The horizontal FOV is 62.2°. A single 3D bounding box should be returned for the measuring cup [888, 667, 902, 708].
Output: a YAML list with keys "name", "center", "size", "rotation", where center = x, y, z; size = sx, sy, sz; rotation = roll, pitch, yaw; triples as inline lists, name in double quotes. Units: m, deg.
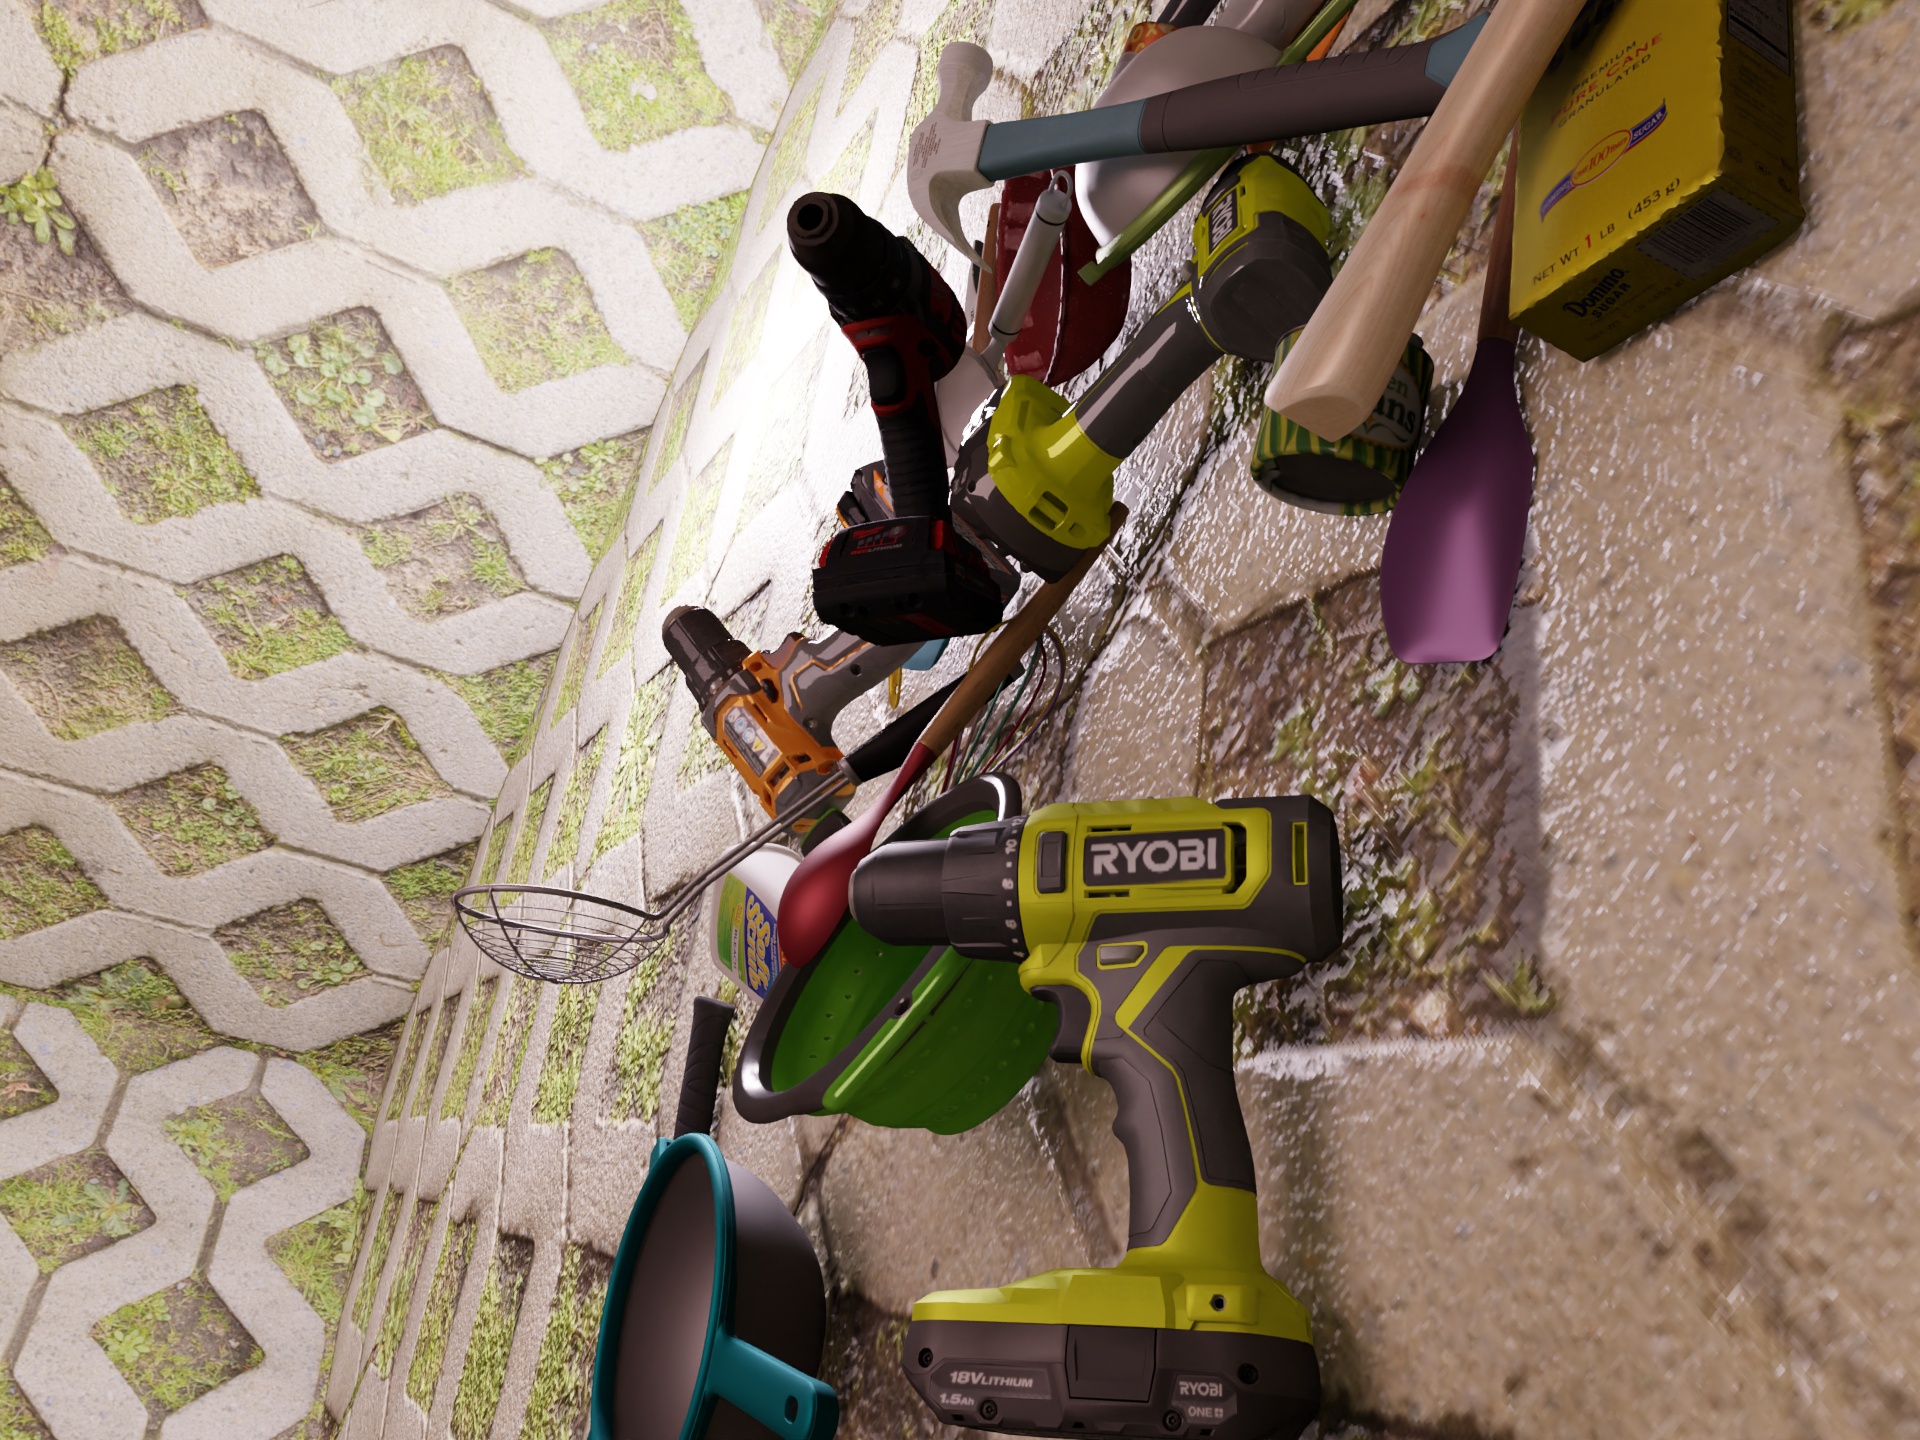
- name: "measuring cup"
  center: [-0.033, -0.084, 1.161]
  size: [0.062, 0.029, 0.156]
  rotation: [164, 112, -64]

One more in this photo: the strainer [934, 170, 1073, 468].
- name: "strainer"
  center: [0.027, -0.233, 0.964]
  size: [0.087, 0.050, 0.258]
  rotation: [58, 153, 17]

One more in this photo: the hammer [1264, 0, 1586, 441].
- name: "hammer"
  center: [0.224, -0.291, 0.568]
  size: [0.410, 0.038, 0.146]
  rotation: [-60, 23, 16]

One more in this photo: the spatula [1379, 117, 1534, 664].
- name: "spatula"
  center: [0.214, -0.170, 0.628]
  size: [0.060, 0.018, 0.316]
  rotation: [0, 70, 47]

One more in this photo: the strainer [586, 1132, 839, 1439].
- name: "strainer"
  center: [-0.107, 0.343, 0.861]
  size: [0.340, 0.095, 0.211]
  rotation: [-18, 58, 61]

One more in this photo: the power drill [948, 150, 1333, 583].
- name: "power drill"
  center: [0.097, -0.189, 0.826]
  size: [0.223, 0.080, 0.171]
  rotation: [-42, 22, 33]

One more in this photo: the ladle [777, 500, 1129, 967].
- name: "ladle"
  center: [-0.001, -0.003, 0.849]
  size: [0.315, 0.031, 0.069]
  rotation: [-52, 19, -18]

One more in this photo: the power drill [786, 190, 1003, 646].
- name: "power drill"
  center: [-0.041, -0.166, 0.881]
  size: [0.187, 0.080, 0.227]
  rotation: [20, -116, -71]

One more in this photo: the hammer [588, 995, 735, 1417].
- name: "hammer"
  center: [-0.208, 0.358, 1.171]
  size: [0.146, 0.035, 0.335]
  rotation: [-44, 33, 47]

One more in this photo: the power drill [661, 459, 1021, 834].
- name: "power drill"
  center: [-0.091, -0.064, 1.042]
  size: [0.226, 0.084, 0.185]
  rotation: [-48, 65, 18]

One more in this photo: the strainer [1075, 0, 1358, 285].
- name: "strainer"
  center: [0.140, -0.348, 0.822]
  size: [0.256, 0.069, 0.152]
  rotation: [-42, 13, 35]

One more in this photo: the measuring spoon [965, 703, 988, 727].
- name: "measuring spoon"
  center: [-0.007, 0.002, 1.030]
  size: [0.124, 0.018, 0.034]
  rotation: [142, 143, -65]

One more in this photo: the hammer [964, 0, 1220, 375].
- name: "hammer"
  center: [0.106, -0.411, 1.083]
  size: [0.408, 0.036, 0.149]
  rotation: [-49, 28, 41]

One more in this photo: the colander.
- name: "colander"
  center: [-0.026, 0.119, 0.851]
  size: [0.204, 0.094, 0.397]
  rotation: [-50, 14, -1]

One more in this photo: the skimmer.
- name: "skimmer"
  center: [-0.131, 0.044, 0.956]
  size: [0.363, 0.127, 0.090]
  rotation: [-35, 66, -3]

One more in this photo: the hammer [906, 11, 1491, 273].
- name: "hammer"
  center: [0.104, -0.290, 0.766]
  size: [0.331, 0.033, 0.128]
  rotation: [7, 78, 40]

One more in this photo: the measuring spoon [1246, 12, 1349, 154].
- name: "measuring spoon"
  center: [0.188, -0.362, 0.869]
  size: [0.117, 0.011, 0.021]
  rotation: [-60, 23, 24]

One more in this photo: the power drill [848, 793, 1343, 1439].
- name: "power drill"
  center: [0.044, 0.137, 0.582]
  size: [0.080, 0.190, 0.229]
  rotation: [56, -146, -58]

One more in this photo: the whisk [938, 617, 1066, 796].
- name: "whisk"
  center: [-0.005, 0.038, 0.948]
  size: [0.245, 0.047, 0.051]
  rotation: [-62, 26, 29]

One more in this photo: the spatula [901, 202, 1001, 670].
- name: "spatula"
  center: [0.001, -0.190, 1.077]
  size: [0.082, 0.044, 0.317]
  rotation: [-163, 78, -67]
